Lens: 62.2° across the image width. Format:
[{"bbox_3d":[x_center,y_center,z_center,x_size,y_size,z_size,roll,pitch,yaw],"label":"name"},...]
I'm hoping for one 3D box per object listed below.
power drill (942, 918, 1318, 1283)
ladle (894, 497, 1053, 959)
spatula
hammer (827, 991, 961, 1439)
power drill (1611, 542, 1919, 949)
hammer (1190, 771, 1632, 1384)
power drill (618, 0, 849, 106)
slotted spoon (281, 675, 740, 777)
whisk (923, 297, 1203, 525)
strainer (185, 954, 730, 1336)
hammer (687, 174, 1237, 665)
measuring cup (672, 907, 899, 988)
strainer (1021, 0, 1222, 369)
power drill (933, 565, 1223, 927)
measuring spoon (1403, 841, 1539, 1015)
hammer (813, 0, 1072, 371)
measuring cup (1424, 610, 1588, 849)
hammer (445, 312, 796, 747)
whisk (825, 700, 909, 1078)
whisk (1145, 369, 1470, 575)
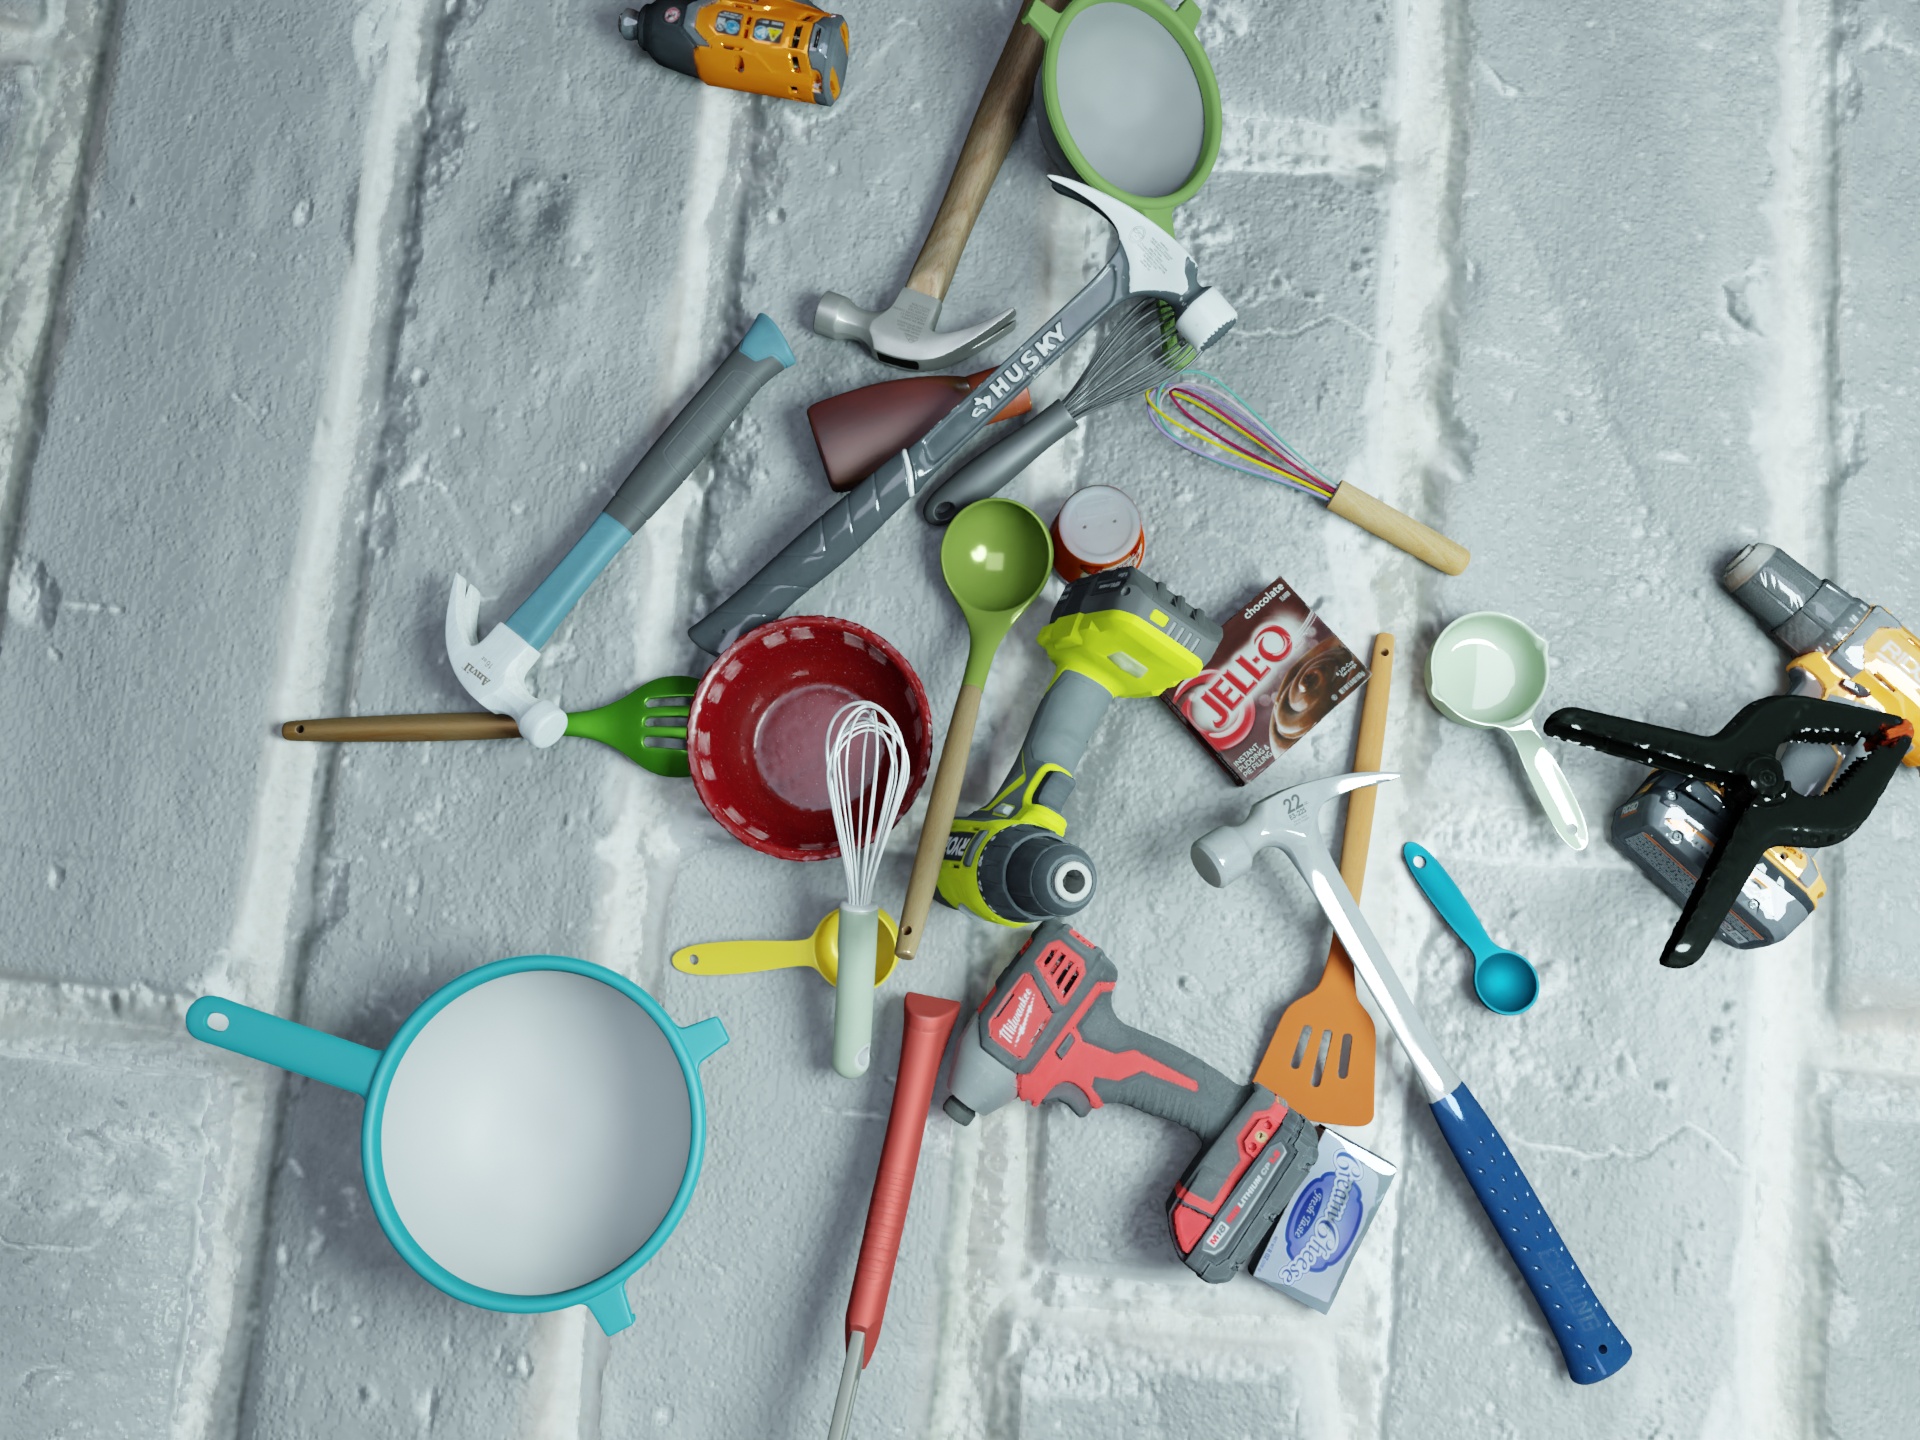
[{"bbox_3d":[0.101,0.242,0.998,0.220,0.078,0.143,37,88,11],"label":"power drill"},{"bbox_3d":[-0.002,-0.003,1.002,0.078,0.062,0.320,4,59,18],"label":"ladle"},{"bbox_3d":[0.254,0.099,1.041,0.081,0.041,0.323,10,78,6],"label":"spatula"},{"bbox_3d":[-0.054,0.349,0.985,0.037,0.149,0.359,10,70,8],"label":"hammer"},{"bbox_3d":[0.519,0.009,1.015,0.226,0.084,0.185,-44,80,-8],"label":"power drill"},{"bbox_3d":[0.301,0.218,0.989,0.144,0.035,0.405,-29,88,-18],"label":"hammer"},{"bbox_3d":[-0.146,-0.561,1.134,0.164,0.084,0.226,11,86,5],"label":"power drill"},{"bbox_3d":[-0.307,0.005,1.079,0.314,0.031,0.070,-1,79,4],"label":"slotted spoon"},{"bbox_3d":[0.070,-0.209,1.070,0.239,0.055,0.055,-37,81,10],"label":"whisk"},{"bbox_3d":[-0.318,0.238,1.010,0.340,0.095,0.211,16,80,7],"label":"strainer"},{"bbox_3d":[-0.023,-0.180,1.041,0.409,0.036,0.149,-41,85,9],"label":"hammer"},{"bbox_3d":[-0.114,0.152,1.051,0.156,0.029,0.062,-6,93,14],"label":"measuring cup"},{"bbox_3d":[0.114,-0.368,1.103,0.151,0.069,0.256,-17,99,-31],"label":"strainer"},{"bbox_3d":[0.068,0.023,0.980,0.080,0.190,0.228,32,78,-16],"label":"power drill"},{"bbox_3d":[0.327,0.135,1.037,0.042,0.021,0.129,-28,72,-12],"label":"measuring spoon"},{"bbox_3d":[0.018,-0.399,1.124,0.130,0.031,0.331,22,82,6],"label":"hammer"},{"bbox_3d":[0.363,0.009,1.042,0.083,0.038,0.168,-25,83,-1],"label":"measuring cup"},{"bbox_3d":[-0.224,-0.144,1.086,0.128,0.033,0.331,35,81,20],"label":"hammer"},{"bbox_3d":[-0.064,0.108,0.998,0.059,0.058,0.246,10,103,29],"label":"whisk"},{"bbox_3d":[0.234,-0.166,1.075,0.245,0.047,0.051,29,96,2],"label":"whisk"}]
